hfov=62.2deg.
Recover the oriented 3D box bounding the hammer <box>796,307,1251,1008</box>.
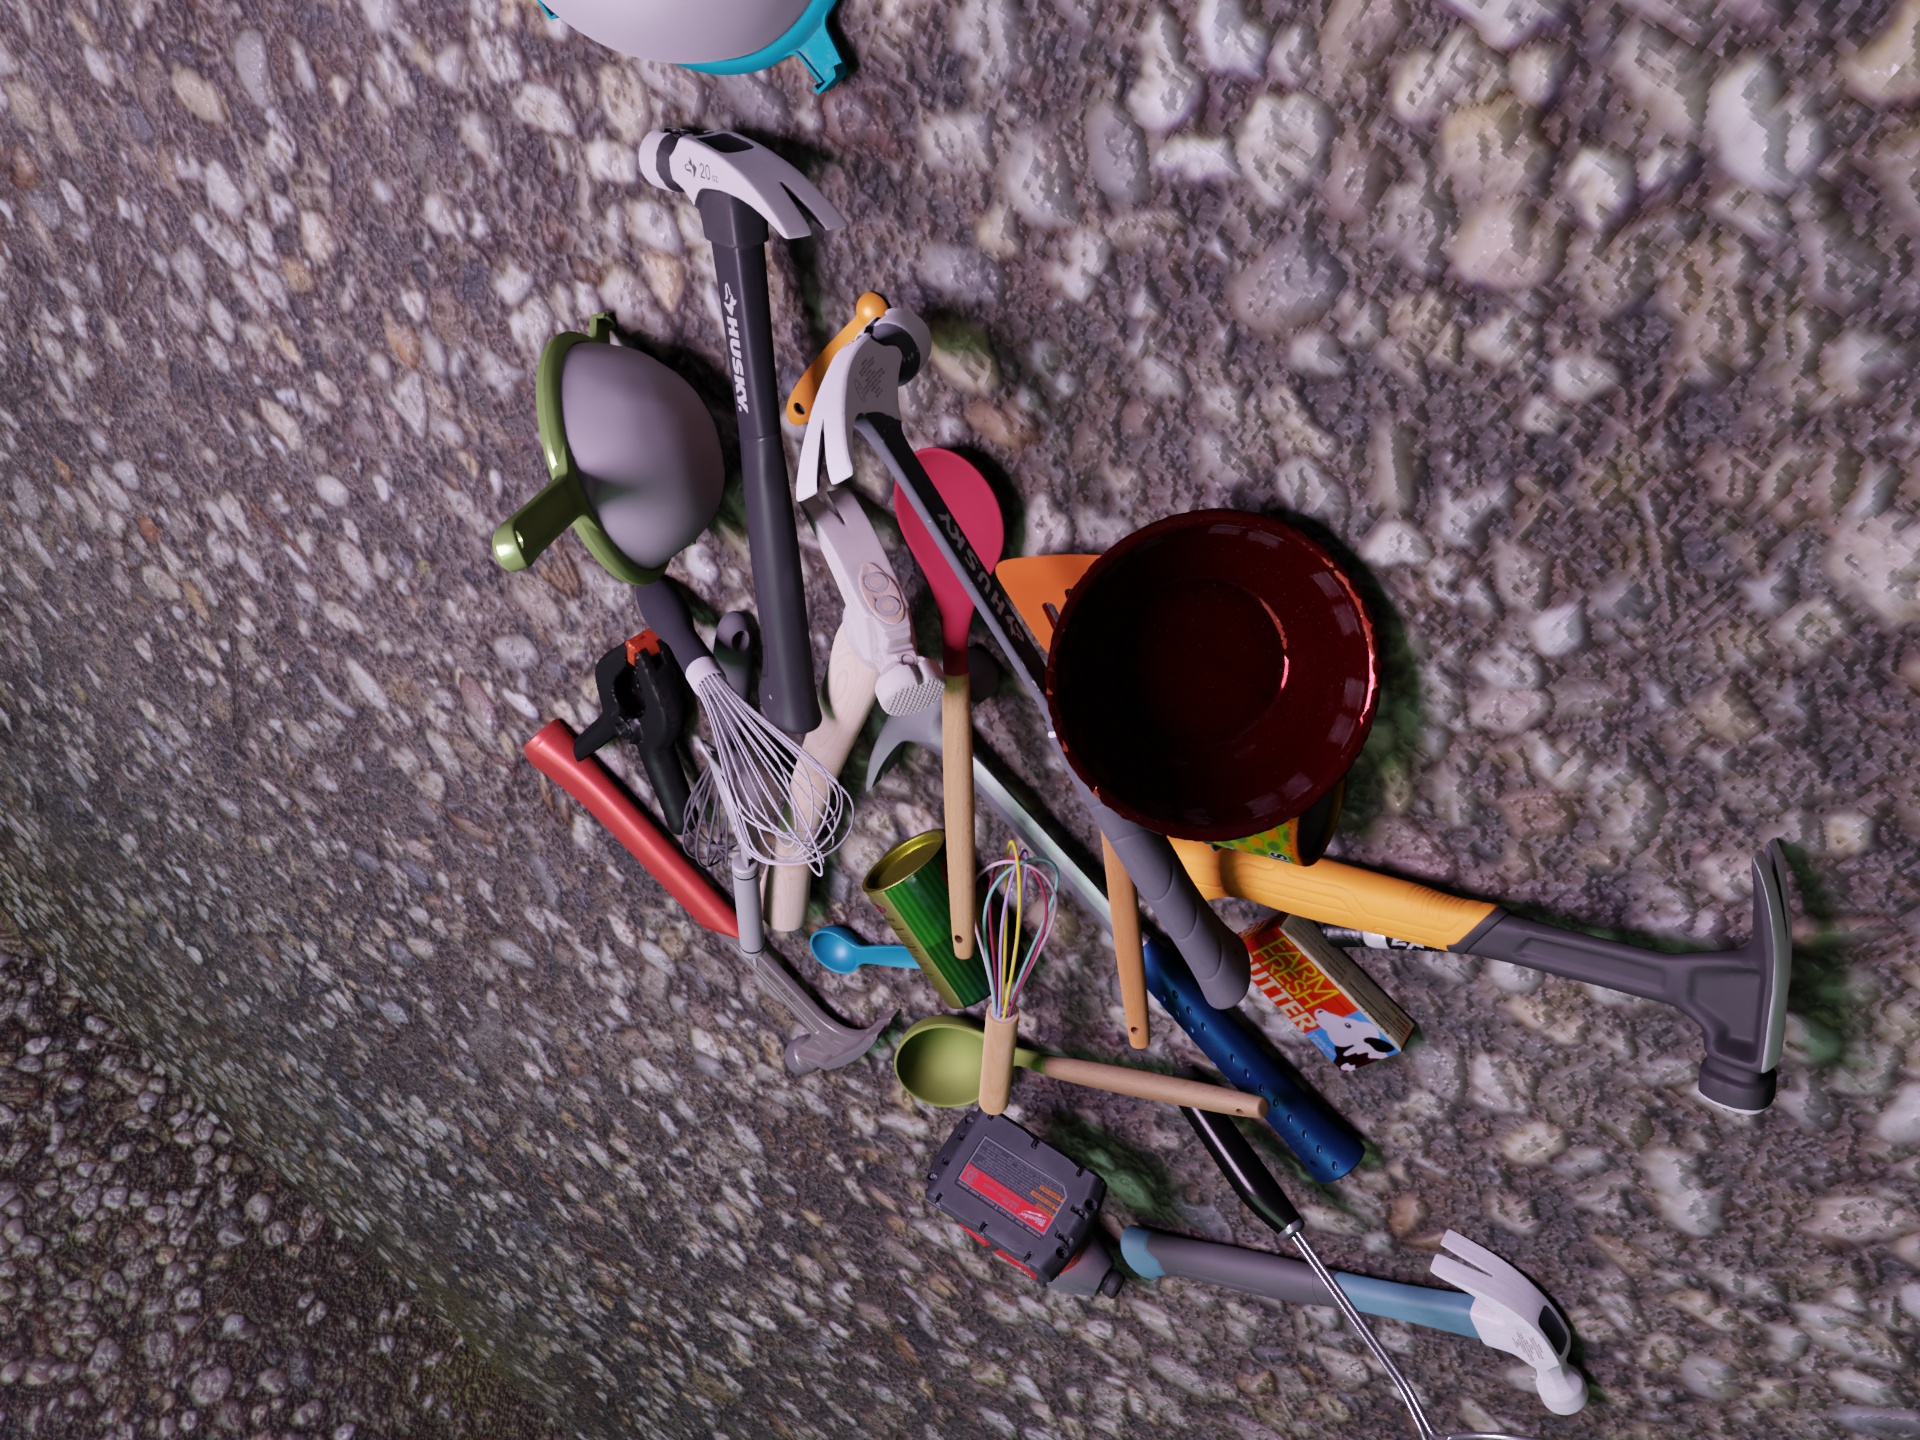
[{"bbox_3d":[0.047,-0.008,0.812,0.036,0.149,0.408,-22,114,28],"label":"hammer"}]

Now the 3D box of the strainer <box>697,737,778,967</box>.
[{"bbox_3d":[-0.150,0.095,1.116,0.258,0.050,0.087,94,154,-47],"label":"strainer"}]

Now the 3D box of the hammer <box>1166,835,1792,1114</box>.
[{"bbox_3d":[0.245,0.096,0.825,0.337,0.034,0.127,10,110,40],"label":"hammer"}]

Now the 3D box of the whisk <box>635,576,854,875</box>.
[{"bbox_3d":[-0.146,-0.007,0.994,0.285,0.070,0.070,53,152,39],"label":"whisk"}]

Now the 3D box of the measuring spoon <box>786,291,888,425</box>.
[{"bbox_3d":[-0.071,-0.194,0.872,0.021,0.011,0.117,47,141,-3],"label":"measuring spoon"}]

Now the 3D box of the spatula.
[{"bbox_3d":[0.084,0.053,0.908,0.081,0.041,0.322,1,114,24],"label":"spatula"}]

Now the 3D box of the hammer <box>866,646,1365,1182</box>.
[{"bbox_3d":[0.100,0.134,0.998,0.405,0.035,0.144,47,141,-4],"label":"hammer"}]

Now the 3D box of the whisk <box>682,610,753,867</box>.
[{"bbox_3d":[-0.166,0.018,1.116,0.055,0.055,0.238,28,134,19],"label":"whisk"}]

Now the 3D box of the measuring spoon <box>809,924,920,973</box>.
[{"bbox_3d":[-0.054,0.169,1.182,0.129,0.021,0.042,-2,123,31],"label":"measuring spoon"}]

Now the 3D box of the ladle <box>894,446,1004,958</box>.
[{"bbox_3d":[-0.001,-0.003,0.913,0.069,0.031,0.315,12,115,30],"label":"ladle"}]

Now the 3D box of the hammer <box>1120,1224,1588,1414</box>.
[{"bbox_3d":[0.251,0.392,1.098,0.331,0.033,0.128,-5,121,43],"label":"hammer"}]

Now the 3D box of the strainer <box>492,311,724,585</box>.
[{"bbox_3d":[-0.183,-0.137,0.870,0.069,0.256,0.151,-14,112,11],"label":"strainer"}]

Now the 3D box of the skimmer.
[{"bbox_3d":[0.268,0.359,1.002,0.364,0.090,0.127,53,150,24],"label":"skimmer"}]

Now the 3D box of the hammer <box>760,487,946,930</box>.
[{"bbox_3d":[-0.097,0.025,1.047,0.146,0.038,0.410,65,154,24],"label":"hammer"}]

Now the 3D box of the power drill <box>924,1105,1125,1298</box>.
[{"bbox_3d":[0.054,0.369,1.176,0.143,0.078,0.219,28,160,20],"label":"power drill"}]

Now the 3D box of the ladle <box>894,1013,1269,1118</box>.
[{"bbox_3d":[0.073,0.247,1.077,0.320,0.062,0.078,-2,126,49],"label":"ladle"}]

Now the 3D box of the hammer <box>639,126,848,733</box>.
[{"bbox_3d":[-0.104,-0.141,0.865,0.146,0.035,0.334,31,135,44],"label":"hammer"}]

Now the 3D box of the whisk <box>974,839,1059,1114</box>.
[{"bbox_3d":[0.030,0.170,1.020,0.047,0.051,0.244,44,144,38],"label":"whisk"}]

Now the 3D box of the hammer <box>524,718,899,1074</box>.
[{"bbox_3d":[-0.206,0.137,1.263,0.359,0.037,0.149,47,141,-5],"label":"hammer"}]

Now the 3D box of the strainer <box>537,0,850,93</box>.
[{"bbox_3d":[-0.152,-0.432,0.666,0.211,0.095,0.340,24,138,23],"label":"strainer"}]
